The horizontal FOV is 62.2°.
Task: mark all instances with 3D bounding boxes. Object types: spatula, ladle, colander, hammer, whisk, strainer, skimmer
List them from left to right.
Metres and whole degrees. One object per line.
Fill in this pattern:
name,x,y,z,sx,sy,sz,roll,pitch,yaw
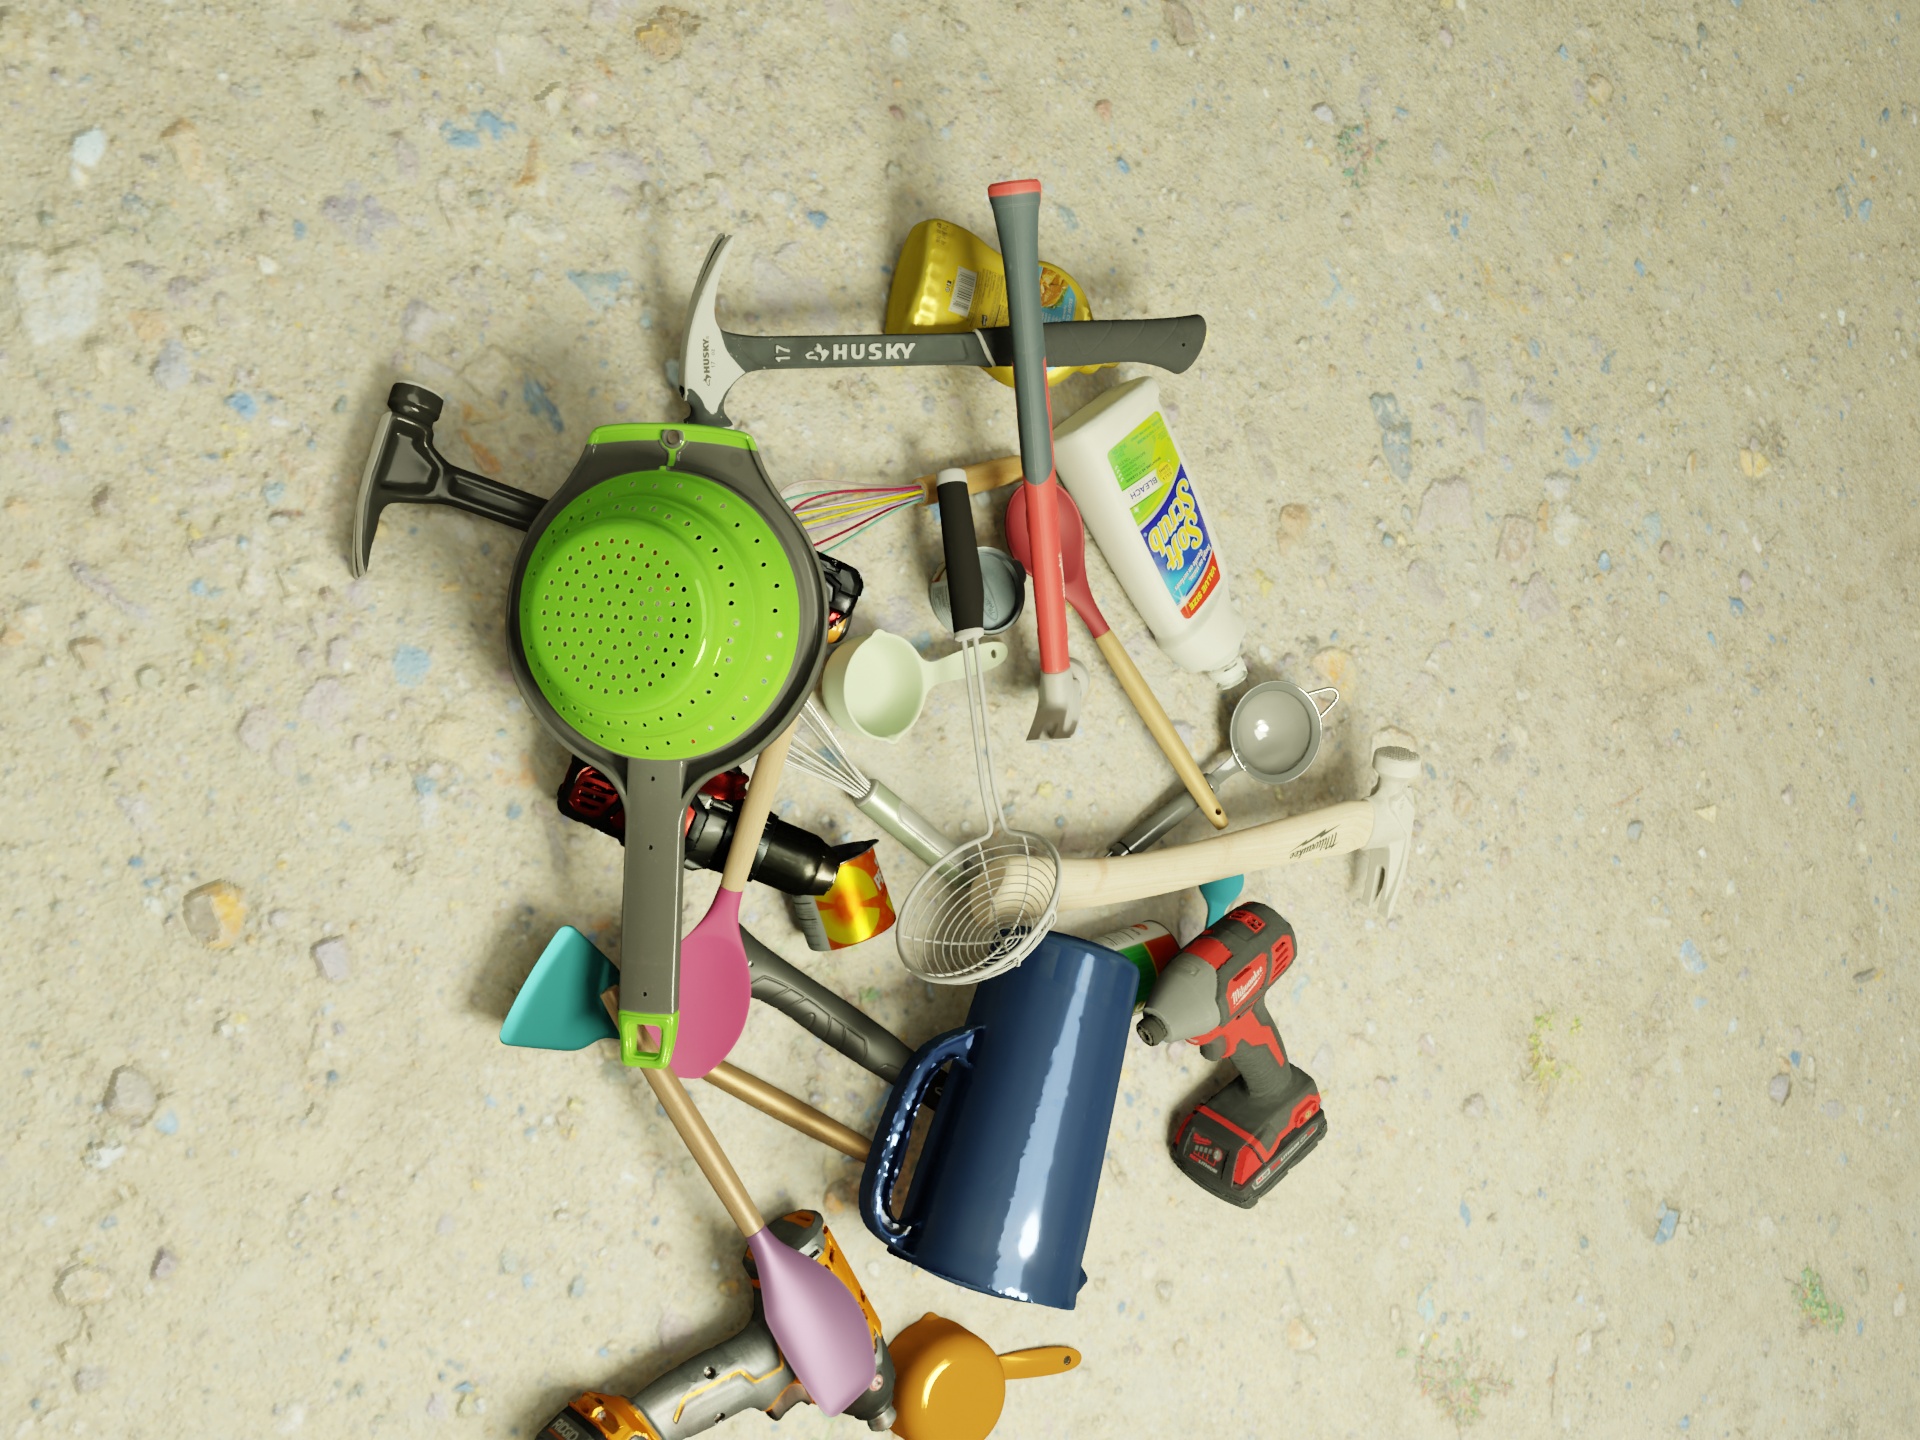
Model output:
hammer,-0.225,-0.107,1.056,0.336,0.034,0.127,18,78,-28
colander,-0.190,0.020,0.939,0.204,0.094,0.397,3,94,8
spatula,-0.160,0.241,1.069,0.317,0.044,0.082,34,75,-25
spatula,-0.144,0.305,1.022,0.060,0.018,0.316,-34,98,-32
whisk,-0.072,0.046,1.131,0.246,0.059,0.058,41,41,-26
whisk,-0.045,-0.161,1.155,0.245,0.047,0.051,-19,64,-34
hammer,-0.039,0.244,1.144,0.334,0.035,0.146,39,70,-22
skimmer,-0.002,-0.003,1.095,0.090,0.127,0.363,7,73,-57
hammer,-0.002,-0.272,1.141,0.408,0.036,0.149,-8,112,-24
hammer,0.053,-0.177,1.117,0.038,0.143,0.386,-3,107,10
ladle,0.126,-0.047,1.241,0.069,0.031,0.315,-35,99,-19
hammer,0.192,0.117,1.237,0.410,0.038,0.146,-8,112,-28
strainer,0.205,0.047,1.293,0.258,0.050,0.087,-36,103,-21

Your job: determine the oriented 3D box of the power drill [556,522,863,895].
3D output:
power drill,-0.137,-0.005,1.032,0.188,0.080,0.226,23,94,-9

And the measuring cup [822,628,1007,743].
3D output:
measuring cup,-0.033,-0.035,1.166,0.167,0.038,0.083,-18,105,-43

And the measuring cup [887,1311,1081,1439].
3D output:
measuring cup,0.026,0.481,1.157,0.173,0.052,0.095,4,85,-28

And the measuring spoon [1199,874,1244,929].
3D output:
measuring spoon,0.214,0.173,1.299,0.042,0.021,0.129,10,81,-29

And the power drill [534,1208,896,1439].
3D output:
power drill,-0.145,0.457,1.047,0.226,0.084,0.164,-34,104,-31

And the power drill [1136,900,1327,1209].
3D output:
power drill,0.204,0.258,1.216,0.143,0.079,0.219,-33,125,-27

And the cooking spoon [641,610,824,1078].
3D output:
cooking spoon,-0.137,0.082,1.006,0.068,0.017,0.319,16,101,-15
